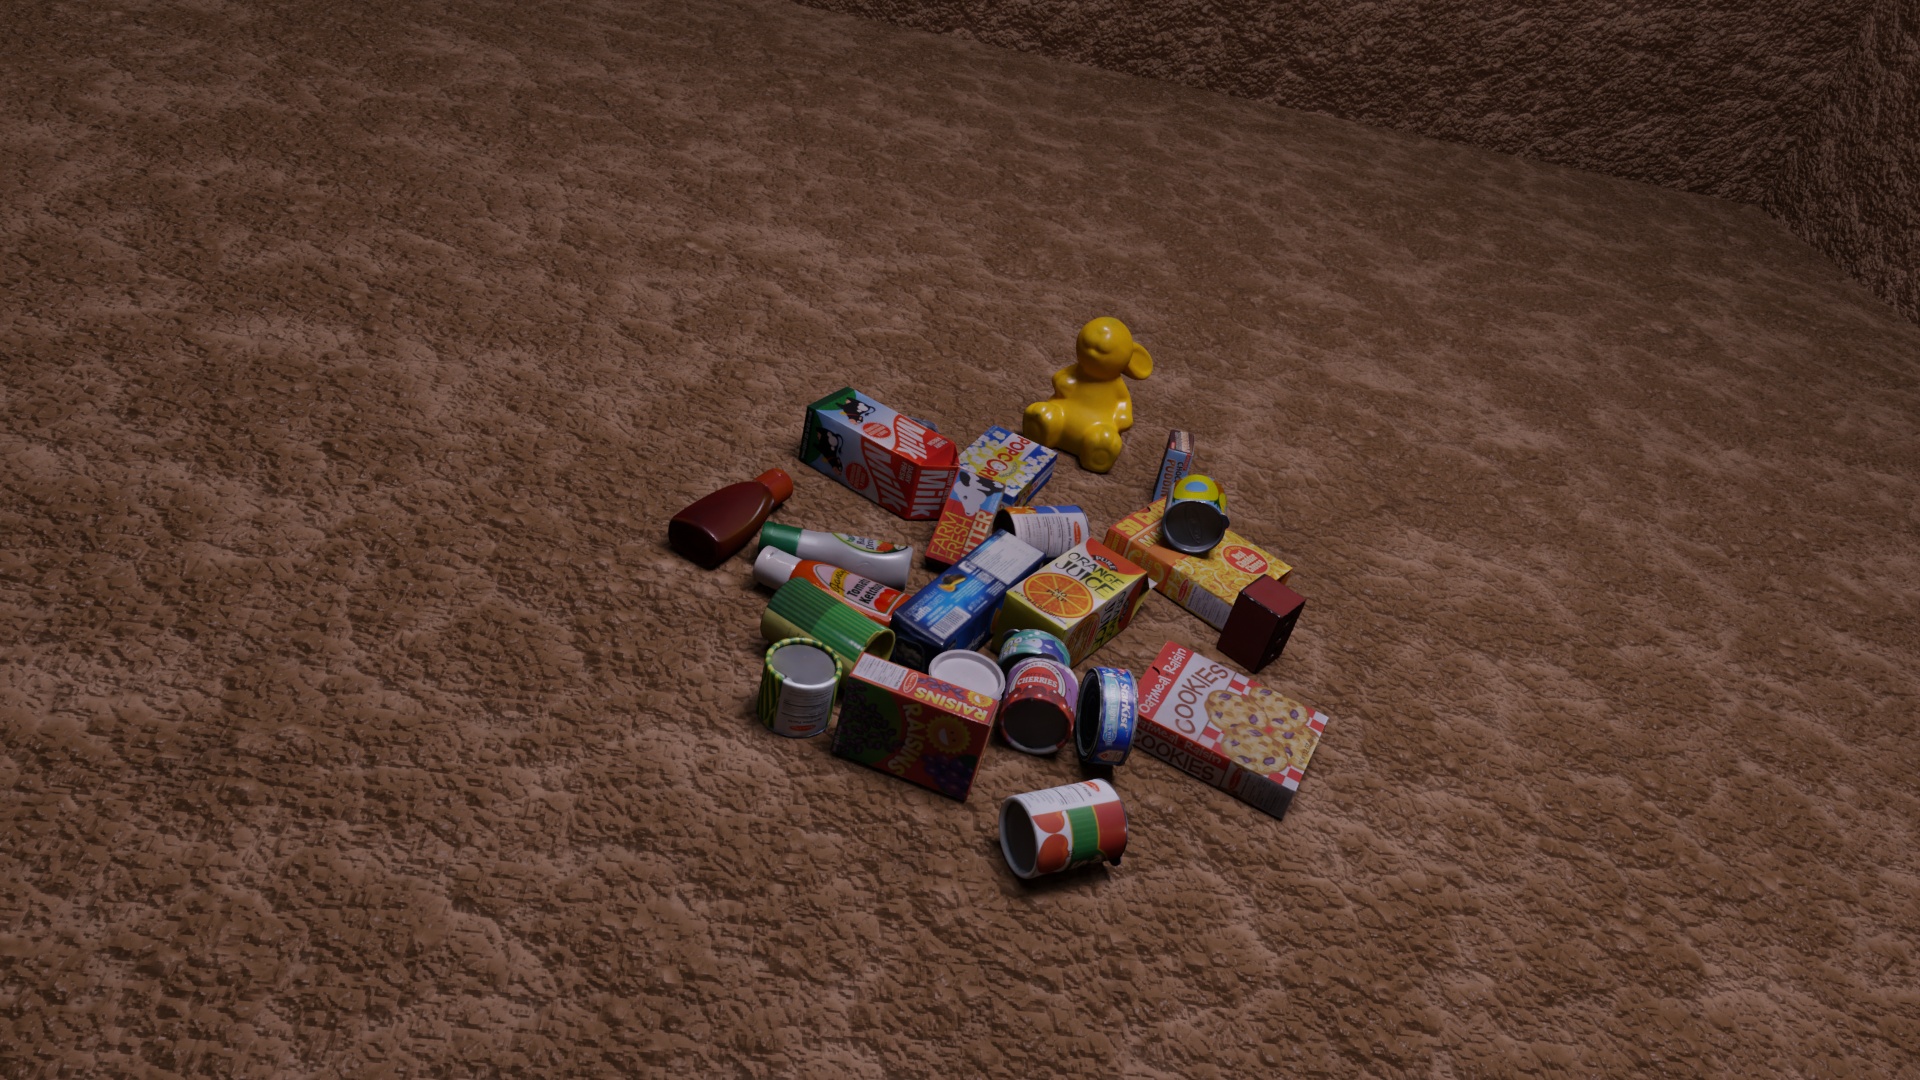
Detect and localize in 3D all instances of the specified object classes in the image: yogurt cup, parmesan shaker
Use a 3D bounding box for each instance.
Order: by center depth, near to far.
[{"bbox_3d":[0.001,0.137,1.223,0.072,0.053,0.073,10,34,-7],"label":"yogurt cup"},{"bbox_3d":[-0.119,0.082,1.240,0.103,0.071,0.071,30,37,21],"label":"parmesan shaker"}]

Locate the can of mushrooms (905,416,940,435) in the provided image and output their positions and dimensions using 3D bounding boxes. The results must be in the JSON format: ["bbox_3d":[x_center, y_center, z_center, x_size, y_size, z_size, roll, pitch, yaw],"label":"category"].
[{"bbox_3d":[-0.056,-0.110,1.571,0.071,0.033,0.071,10,34,-7],"label":"can of mushrooms"}]

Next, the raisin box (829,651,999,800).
[{"bbox_3d":[-0.038,0.155,1.155,0.123,0.085,0.040,19,29,6],"label":"raisin box"}]

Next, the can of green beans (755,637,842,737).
[{"bbox_3d":[-0.138,0.124,1.184,0.071,0.057,0.071,10,34,-7],"label":"can of green beans"}]

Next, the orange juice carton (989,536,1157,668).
[{"bbox_3d":[0.118,0.060,1.361,0.072,0.072,0.193,32,37,24],"label":"orange juice carton"}]

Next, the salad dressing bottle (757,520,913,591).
[{"bbox_3d":[-0.122,0.013,1.358,0.148,0.044,0.064,12,12,-1],"label":"salad dressing bottle"}]

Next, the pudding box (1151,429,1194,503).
[{"bbox_3d":[0.245,-0.079,1.598,0.030,0.083,0.050,14,34,3],"label":"pudding box"}]

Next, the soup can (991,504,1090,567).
[{"bbox_3d":[0.082,-0.003,1.446,0.084,0.071,0.071,-2,38,-22],"label":"soup can"}]

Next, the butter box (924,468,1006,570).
[{"bbox_3d":[0.005,-0.018,1.419,0.053,0.024,0.104,20,75,5],"label":"butter box"}]

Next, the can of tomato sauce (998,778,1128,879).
[{"bbox_3d":[0.082,0.232,1.111,0.083,0.070,0.071,-5,39,-27],"label":"can of tomato sauce"}]

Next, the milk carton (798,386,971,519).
[{"bbox_3d":[-0.075,-0.088,1.498,0.191,0.072,0.074,30,36,20],"label":"milk carton"}]

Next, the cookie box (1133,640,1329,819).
[{"bbox_3d":[0.241,0.170,1.280,0.167,0.040,0.123,26,36,15],"label":"cookie box"}]

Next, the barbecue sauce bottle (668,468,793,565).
[{"bbox_3d":[-0.222,-0.029,1.384,0.065,0.043,0.149,27,35,16],"label":"barbecue sauce bottle"}]

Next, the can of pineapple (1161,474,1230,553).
[{"bbox_3d":[0.250,-0.028,1.468,0.071,0.070,0.058,17,34,3],"label":"can of pineapple"}]

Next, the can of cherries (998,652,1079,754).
[{"bbox_3d":[0.069,0.144,1.224,0.071,0.071,0.059,16,35,1],"label":"can of cherries"}]

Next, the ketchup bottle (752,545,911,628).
[{"bbox_3d":[-0.123,0.049,1.310,0.149,0.043,0.065,22,29,11],"label":"ketchup bottle"}]

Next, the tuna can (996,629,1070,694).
[{"bbox_3d":[0.064,0.115,1.265,0.071,0.070,0.033,17,34,3],"label":"tuna can"}]

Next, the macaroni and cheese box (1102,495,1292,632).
[{"bbox_3d":[0.254,0.021,1.497,0.167,0.040,0.124,34,38,26],"label":"macaroni and cheese box"}]

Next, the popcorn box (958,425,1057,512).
[{"bbox_3d":[0.045,-0.076,1.557,0.085,0.038,0.127,26,36,15],"label":"popcorn box"}]
